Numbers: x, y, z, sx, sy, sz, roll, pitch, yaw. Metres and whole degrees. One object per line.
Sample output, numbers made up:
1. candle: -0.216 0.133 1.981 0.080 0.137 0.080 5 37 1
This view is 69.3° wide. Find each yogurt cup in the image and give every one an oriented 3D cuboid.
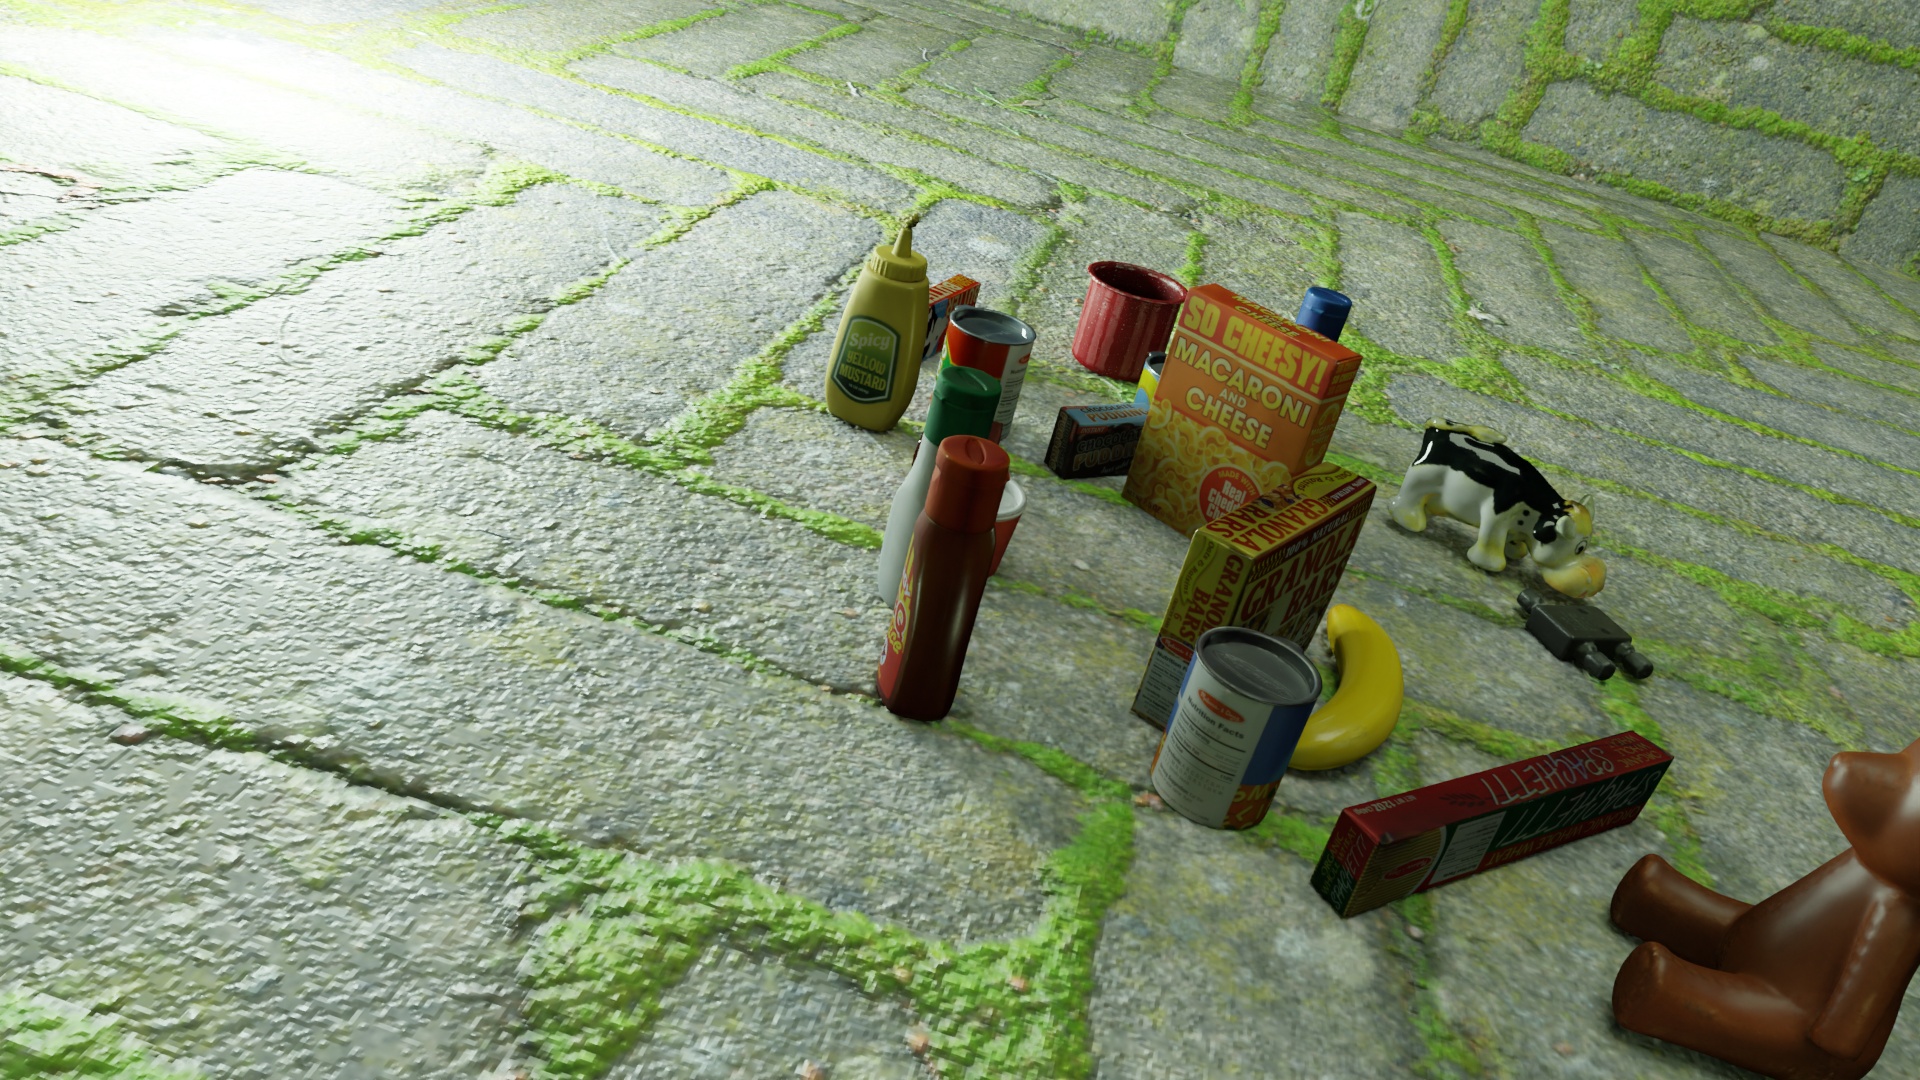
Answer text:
1. yogurt cup: 0.003 -0.011 0.874 0.072 0.053 0.073 11 29 -6

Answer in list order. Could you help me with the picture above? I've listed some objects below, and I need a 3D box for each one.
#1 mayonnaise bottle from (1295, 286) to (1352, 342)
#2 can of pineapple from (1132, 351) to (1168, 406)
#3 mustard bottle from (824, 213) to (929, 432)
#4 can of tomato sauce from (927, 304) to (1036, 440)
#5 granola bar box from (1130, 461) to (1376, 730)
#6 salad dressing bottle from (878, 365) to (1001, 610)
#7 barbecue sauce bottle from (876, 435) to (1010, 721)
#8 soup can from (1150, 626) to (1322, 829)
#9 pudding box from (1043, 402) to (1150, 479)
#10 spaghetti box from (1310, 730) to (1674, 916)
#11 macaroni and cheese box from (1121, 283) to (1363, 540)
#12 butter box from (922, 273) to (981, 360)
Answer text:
1. mayonnaise bottle: 0.269 -0.127 1.104 0.065 0.147 0.041 30 32 25
2. can of pineapple: 0.174 -0.113 1.129 0.071 0.057 0.071 11 29 -6
3. mustard bottle: -0.054 -0.159 0.997 0.065 0.159 0.049 20 29 10
4. can of tomato sauce: 0.014 -0.126 1.051 0.071 0.082 0.071 11 29 -6
5. granola bar box: 0.174 0.032 0.806 0.039 0.123 0.166 31 33 27
6. salad dressing bottle: -0.011 -0.027 0.798 0.044 0.147 0.064 -6 35 -33
7. barbecue sauce bottle: -0.008 0.018 0.720 0.044 0.147 0.065 10 29 -9
8. soup can: 0.143 0.096 0.721 0.071 0.083 0.072 12 29 -6
9. pudding box: 0.108 -0.076 1.041 0.084 0.049 0.030 -6 35 -33
10. spaghetti box: 0.288 0.146 0.736 0.251 0.050 0.029 -6 35 -33
11. macaroni and cheese box: 0.191 -0.077 0.962 0.124 0.165 0.040 35 34 32
12. butter box: -0.019 -0.189 1.176 0.024 0.052 0.104 24 30 16
